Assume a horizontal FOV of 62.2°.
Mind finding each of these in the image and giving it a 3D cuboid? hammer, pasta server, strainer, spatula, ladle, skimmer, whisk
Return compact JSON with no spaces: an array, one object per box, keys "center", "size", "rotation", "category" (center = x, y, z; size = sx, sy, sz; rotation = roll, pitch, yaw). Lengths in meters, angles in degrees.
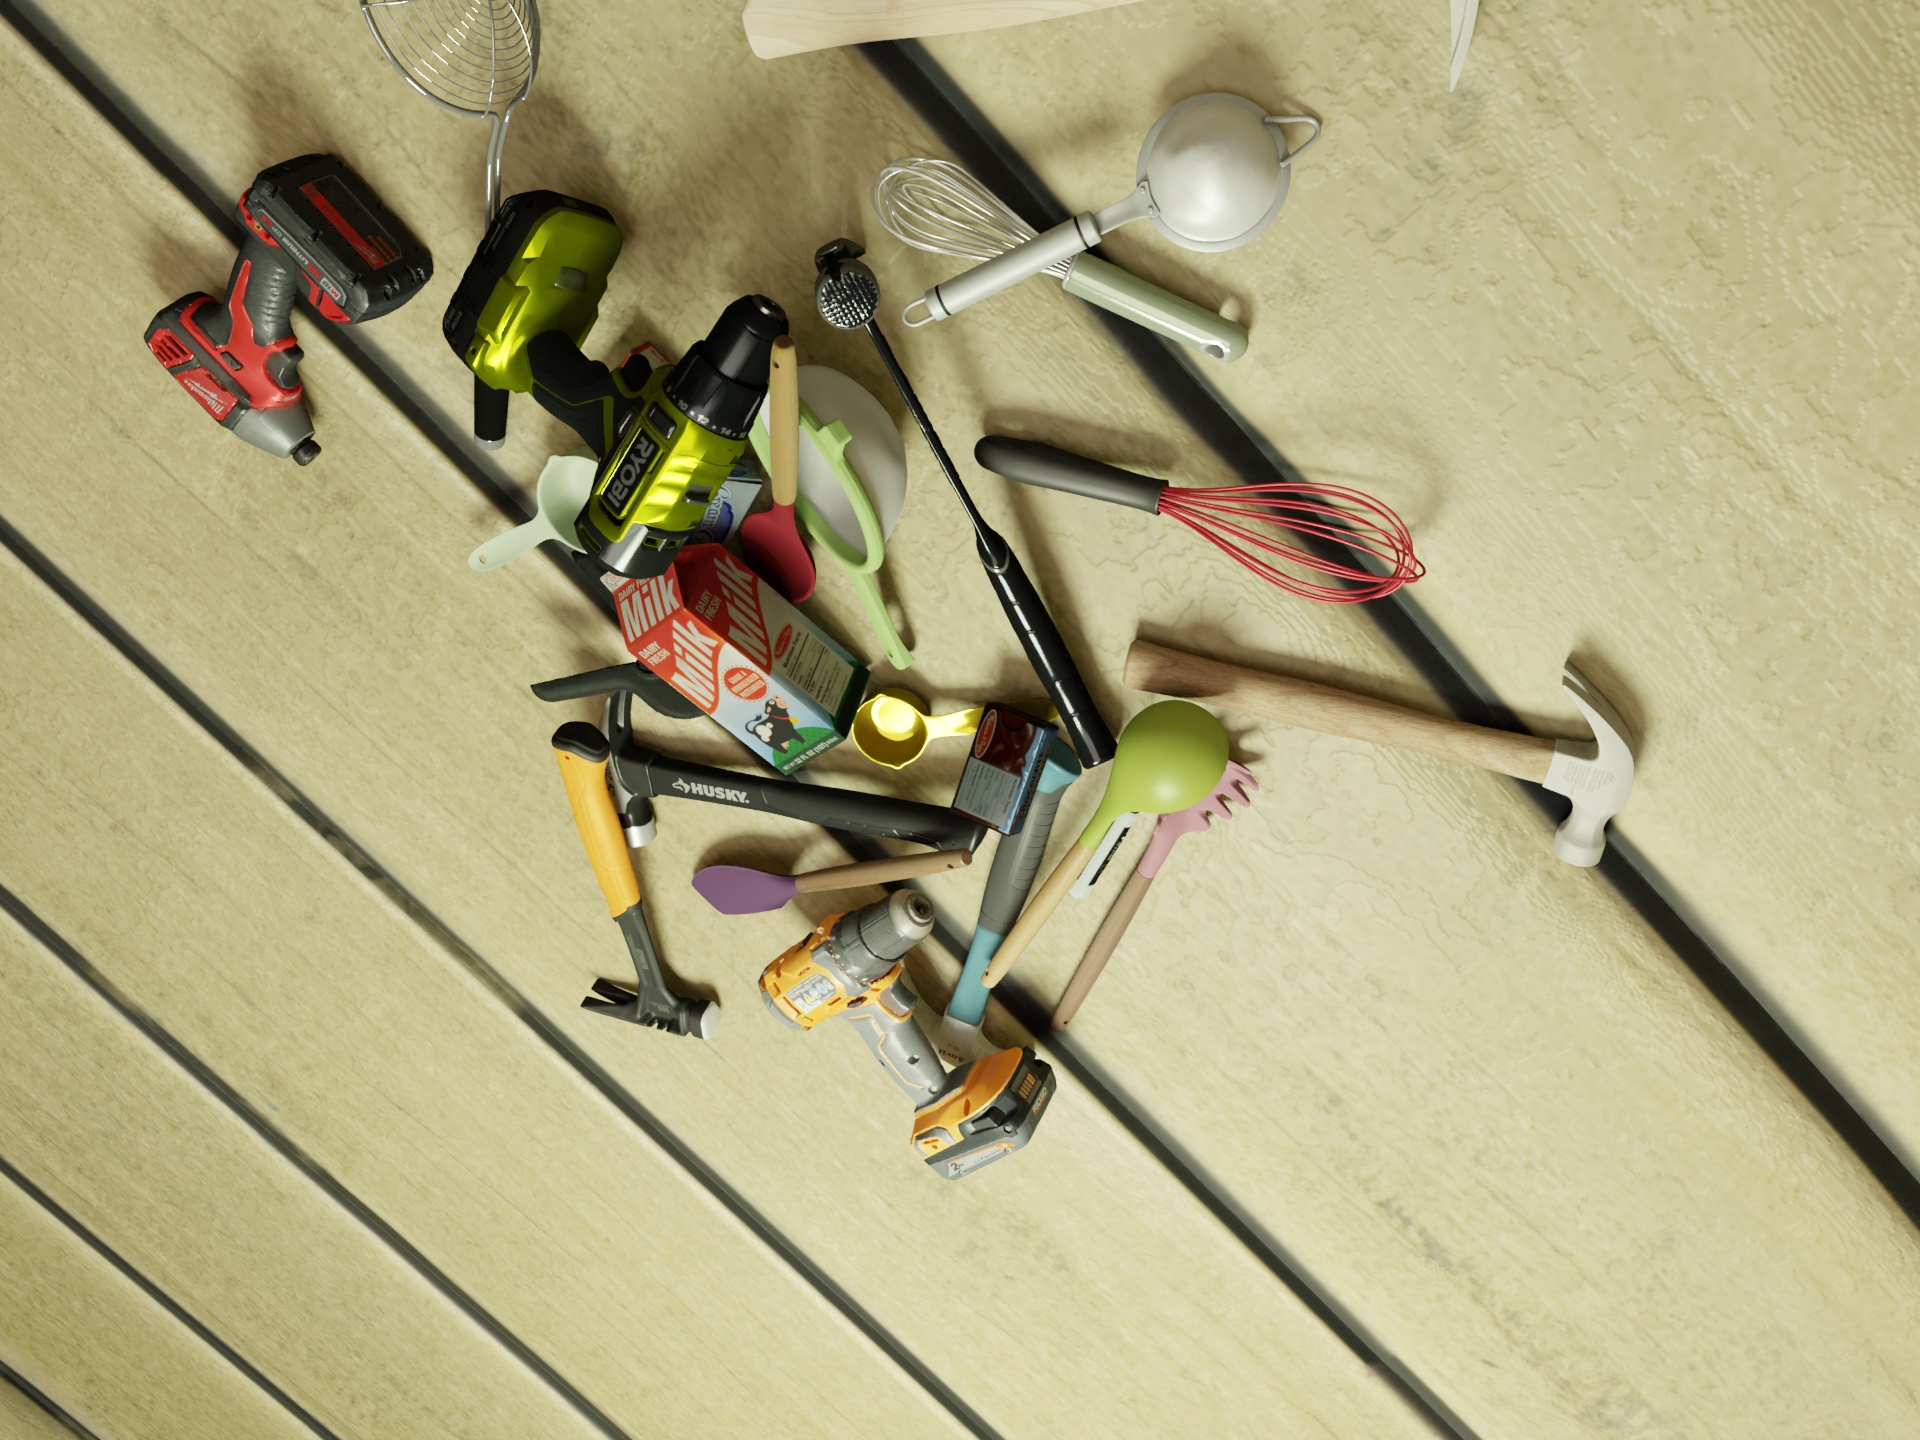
[{"center":[0.031,0.149,1.228],"size":[0.128,0.033,0.330],"rotation":[21,125,7],"category":"hammer"},{"center":[0.130,0.135,1.178],"size":[0.060,0.040,0.316],"rotation":[2,133,-26],"category":"pasta server"},{"center":[-0.133,0.055,1.214],"size":[0.335,0.035,0.146],"rotation":[9,123,23],"category":"hammer"},{"center":[0.270,-0.002,1.044],"size":[0.331,0.031,0.130],"rotation":[14,124,13],"category":"hammer"},{"center":[-0.060,-0.139,1.065],"size":[0.152,0.069,0.256],"rotation":[40,161,44],"category":"strainer"},{"center":[0.080,-0.282,0.903],"size":[0.258,0.050,0.087],"rotation":[-22,93,18],"category":"strainer"},{"center":[0.072,-0.399,0.874],"size":[0.411,0.038,0.146],"rotation":[0,121,21],"category":"hammer"},{"center":[-0.286,0.135,1.305],"size":[0.127,0.034,0.336],"rotation":[10,132,18],"category":"hammer"},{"center":[-0.107,0.121,1.226],"size":[0.316,0.018,0.059],"rotation":[-13,127,44],"category":"spatula"},{"center":[0.091,0.102,1.132],"size":[0.062,0.078,0.320],"rotation":[3,139,-26],"category":"ladle"},{"center":[-0.329,-0.338,1.037],"size":[0.090,0.127,0.363],"rotation":[29,137,10],"category":"skimmer"},{"center":[0.011,-0.126,1.028],"size":[0.036,0.149,0.408],"rotation":[-27,120,7],"category":"hammer"},{"center":[0.060,-0.274,0.953],"size":[0.246,0.059,0.057],"rotation":[25,162,0],"category":"whisk"},{"center":[-0.112,-0.154,1.002],"size":[0.069,0.031,0.315],"rotation":[40,162,7],"category":"ladle"},{"center":[0.145,-0.134,0.996],"size":[0.296,0.073,0.073],"rotation":[18,125,16],"category":"whisk"}]

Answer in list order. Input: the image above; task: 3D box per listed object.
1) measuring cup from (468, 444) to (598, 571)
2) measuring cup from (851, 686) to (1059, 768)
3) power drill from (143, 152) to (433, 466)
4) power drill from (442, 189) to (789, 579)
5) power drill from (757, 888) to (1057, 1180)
[{"center":[-0.298,-0.148,1.169],"size":[0.167,0.038,0.083],"rotation":[-20,111,32],"category":"measuring cup"},{"center":[-0.002,-0.004,1.157],"size":[0.156,0.029,0.062],"rotation":[-7,116,11],"category":"measuring cup"},{"center":[-0.479,-0.283,1.133],"size":[0.219,0.079,0.143],"rotation":[-33,104,36],"category":"power drill"},{"center":[-0.214,-0.228,0.997],"size":[0.229,0.080,0.190],"rotation":[48,115,23],"category":"power drill"},{"center":[-0.028,0.235,1.230],"size":[0.226,0.084,0.185],"rotation":[46,130,-6],"category":"power drill"}]
